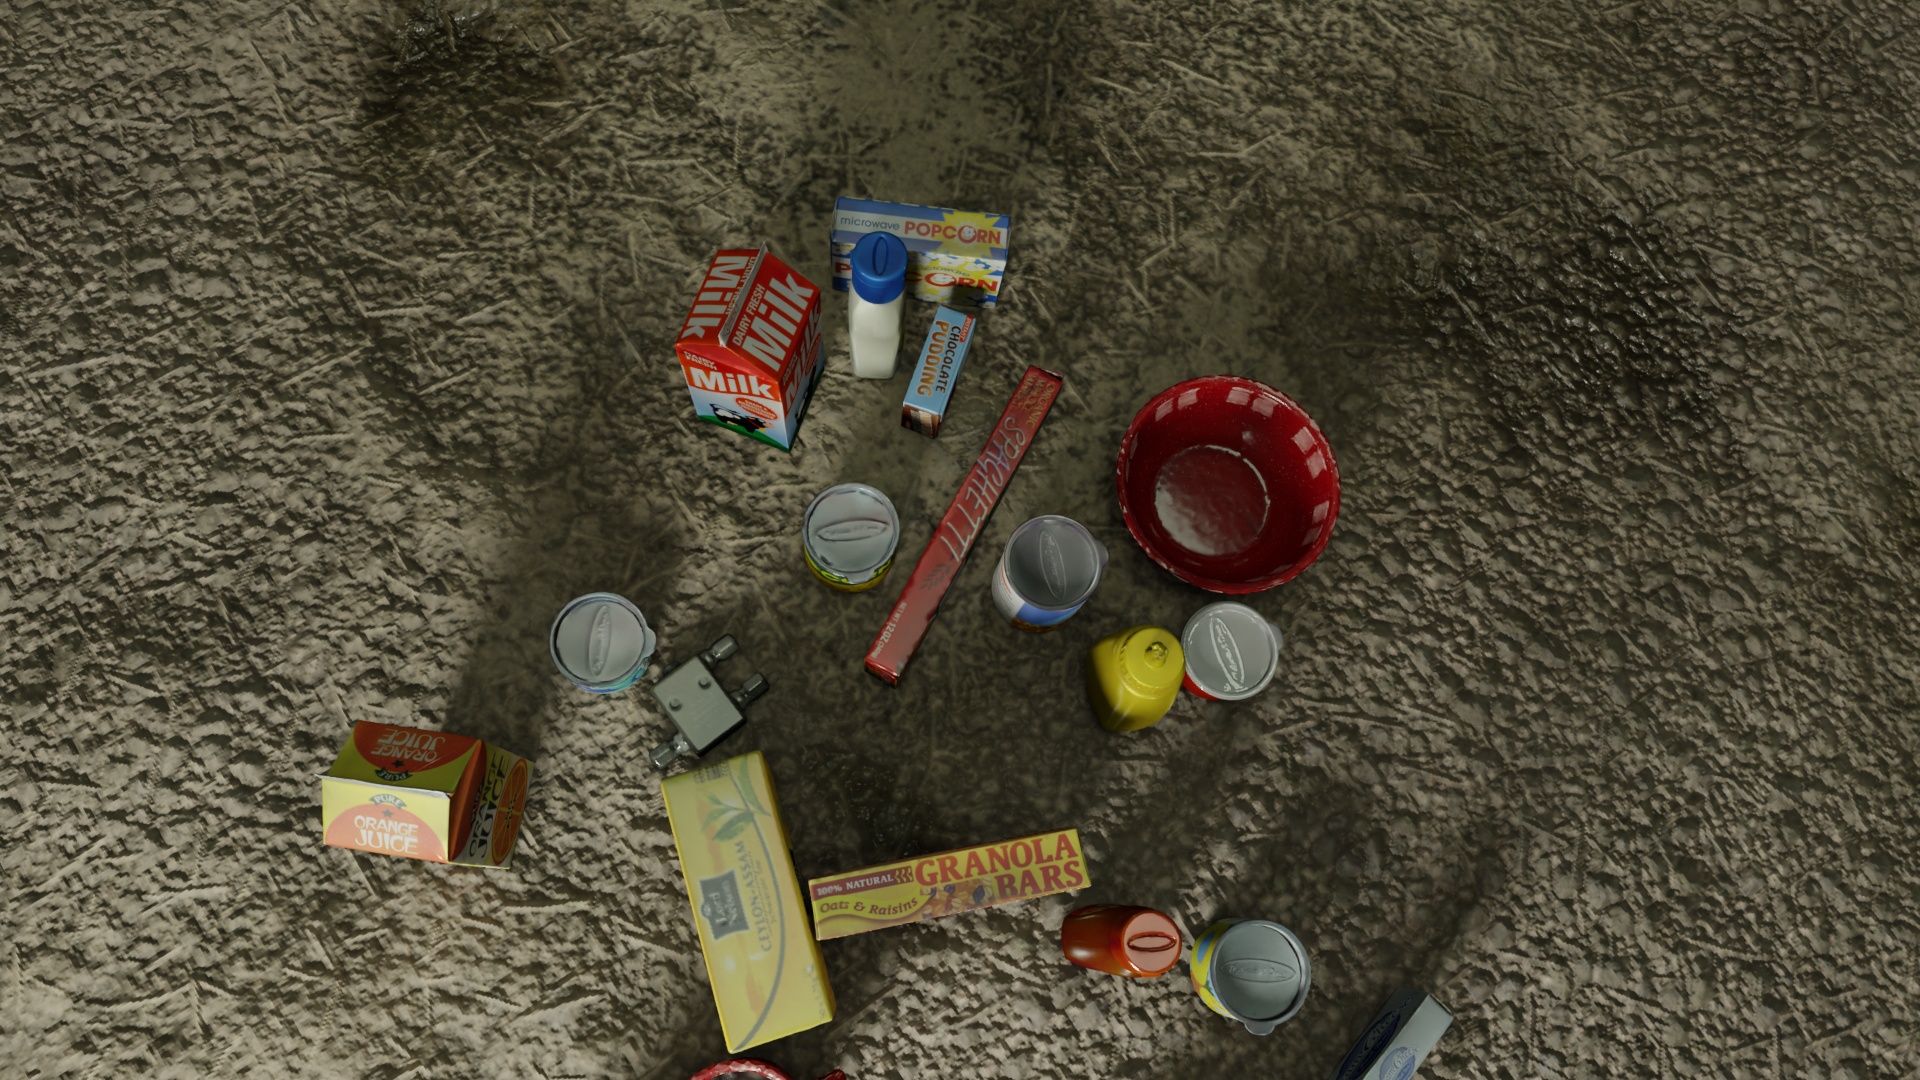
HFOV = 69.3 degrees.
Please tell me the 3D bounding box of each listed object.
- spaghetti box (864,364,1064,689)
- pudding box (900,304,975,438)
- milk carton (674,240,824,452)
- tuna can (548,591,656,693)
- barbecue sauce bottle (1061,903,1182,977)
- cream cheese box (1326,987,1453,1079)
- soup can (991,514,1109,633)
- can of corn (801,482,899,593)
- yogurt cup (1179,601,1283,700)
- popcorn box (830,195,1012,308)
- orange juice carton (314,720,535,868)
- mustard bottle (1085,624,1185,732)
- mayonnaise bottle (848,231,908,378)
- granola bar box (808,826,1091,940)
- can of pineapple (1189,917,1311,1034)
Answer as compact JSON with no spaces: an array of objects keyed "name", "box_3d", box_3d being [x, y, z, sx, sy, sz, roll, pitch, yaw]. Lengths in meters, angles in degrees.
[{"name":"spaghetti box","box_3d":[0.003,-0.012,0.979,0.029,0.050,0.251,28,74,3]},{"name":"pudding box","box_3d":[-0.016,-0.122,1.008,0.030,0.049,0.084,19,74,0]},{"name":"milk carton","box_3d":[-0.138,-0.129,0.926,0.073,0.190,0.072,21,75,1]},{"name":"tuna can","box_3d":[-0.241,0.070,0.945,0.071,0.032,0.071,1,75,-5]},{"name":"barbecue sauce bottle","box_3d":[0.104,0.249,0.866,0.065,0.148,0.044,0,76,-5]},{"name":"cream cheese box","box_3d":[0.274,0.340,0.906,0.024,0.053,0.104,42,76,6]},{"name":"soup can","box_3d":[0.061,0.024,0.957,0.071,0.083,0.071,1,75,-5]},{"name":"can of corn","box_3d":[-0.076,0.002,0.964,0.071,0.058,0.071,1,75,-5]},{"name":"yogurt cup","box_3d":[0.181,0.080,0.968,0.072,0.053,0.072,1,75,-5]},{"name":"popcorn box","box_3d":[-0.031,-0.209,1.011,0.127,0.085,0.038,6,75,-3]},{"name":"orange juice carton","box_3d":[-0.318,0.154,0.833,0.072,0.192,0.073,10,75,-2]},{"name":"mustard bottle","box_3d":[0.117,0.086,0.906,0.049,0.160,0.065,-11,77,-8]},{"name":"mayonnaise bottle","box_3d":[-0.057,-0.165,0.965,0.041,0.147,0.065,5,75,-4]},{"name":"granola bar box","box_3d":[-0.011,0.216,0.878,0.166,0.124,0.039,-10,77,-7]},{"name":"can of pineapple","box_3d":[0.188,0.283,0.912,0.071,0.057,0.071,1,75,-5]}]
